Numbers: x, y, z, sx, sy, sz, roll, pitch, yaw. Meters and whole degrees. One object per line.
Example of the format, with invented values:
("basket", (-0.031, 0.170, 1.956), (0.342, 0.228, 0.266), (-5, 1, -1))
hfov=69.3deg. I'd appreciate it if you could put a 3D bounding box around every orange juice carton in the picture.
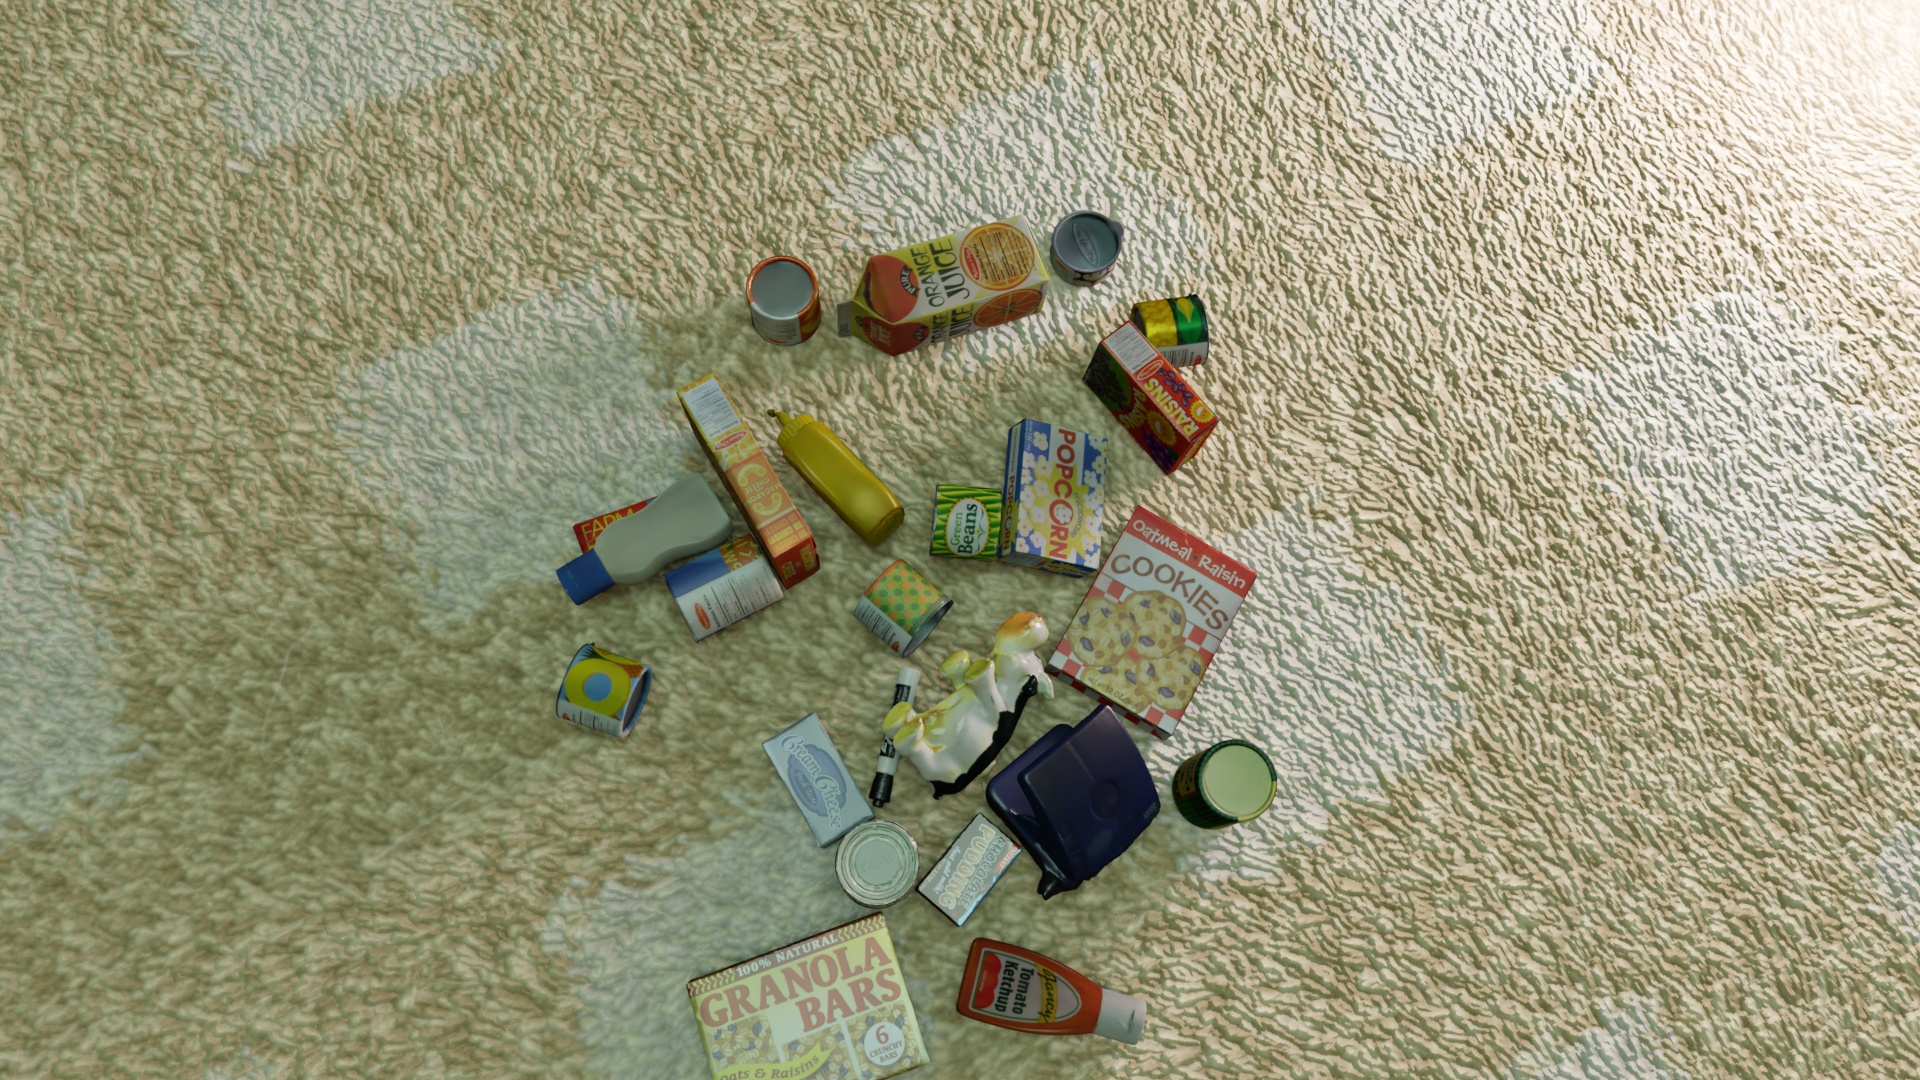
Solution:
("orange juice carton", (-0.022, -0.229, 1.281), (0.193, 0.071, 0.073), (-18, 76, -8))

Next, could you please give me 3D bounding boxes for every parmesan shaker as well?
("parmesan shaker", (0.220, 0.201, 1.154), (0.071, 0.102, 0.071), (1, 74, -3))

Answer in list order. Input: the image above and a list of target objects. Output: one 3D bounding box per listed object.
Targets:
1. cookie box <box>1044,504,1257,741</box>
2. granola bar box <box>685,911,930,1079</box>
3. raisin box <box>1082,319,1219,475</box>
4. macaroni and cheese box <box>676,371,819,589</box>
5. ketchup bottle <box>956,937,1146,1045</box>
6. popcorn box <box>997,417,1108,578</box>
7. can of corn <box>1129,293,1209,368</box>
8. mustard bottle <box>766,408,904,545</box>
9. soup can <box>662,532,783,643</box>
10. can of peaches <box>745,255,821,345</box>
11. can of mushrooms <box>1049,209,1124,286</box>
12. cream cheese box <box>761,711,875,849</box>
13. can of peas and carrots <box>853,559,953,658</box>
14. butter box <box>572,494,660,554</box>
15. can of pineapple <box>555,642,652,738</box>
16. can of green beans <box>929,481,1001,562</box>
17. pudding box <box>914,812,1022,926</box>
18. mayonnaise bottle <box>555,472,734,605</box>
("cookie box", (0.168, 0.071, 1.221), (0.123, 0.040, 0.168), (30, 75, 5))
("granola bar box", (-0.122, 0.386, 1.116), (0.166, 0.039, 0.124), (-18, 76, -8))
("raisin box", (0.171, -0.128, 1.255), (0.040, 0.086, 0.123), (-36, 79, -17))
("macaroni and cheese box", (-0.179, -0.049, 1.193), (0.040, 0.123, 0.166), (-30, 78, -9))
("ketchup bottle", (0.074, 0.372, 1.129), (0.149, 0.043, 0.065), (15, 74, 1))
("popcorn box", (0.083, -0.038, 1.235), (0.085, 0.038, 0.127), (13, 72, -23))
("can of corn", (0.192, -0.194, 1.286), (0.058, 0.071, 0.071), (-9, 75, -5))
("mustard bottle", (-0.117, -0.066, 1.234), (0.049, 0.065, 0.160), (-42, 77, -8))
("soup can", (-0.205, 0.039, 1.198), (0.084, 0.071, 0.071), (-27, 78, -11))
("can of peaches", (-0.162, -0.223, 1.278), (0.071, 0.058, 0.071), (1, 75, -3))
("can of mushrooms", (0.121, -0.278, 1.323), (0.071, 0.033, 0.071), (1, 74, -2))
("cream cheese box", (-0.121, 0.203, 1.176), (0.053, 0.024, 0.104), (-30, 78, -11))
("can of peas and carrots", (-0.049, 0.057, 1.201), (0.059, 0.070, 0.071), (40, 76, 8))
("butter box", (-0.284, -0.005, 1.226), (0.104, 0.024, 0.053), (-20, 77, -8))
("can of pineapple", (-0.298, 0.125, 1.167), (0.058, 0.071, 0.071), (19, 74, 2))
("can of green beans", (0.004, -0.016, 1.224), (0.058, 0.071, 0.071), (6, 74, -2))
("pudding box", (0.007, 0.275, 1.159), (0.050, 0.030, 0.084), (40, 76, 7))
("mayonnaise bottle", (-0.272, 0.003, 1.190), (0.148, 0.041, 0.065), (-31, 72, -10))
